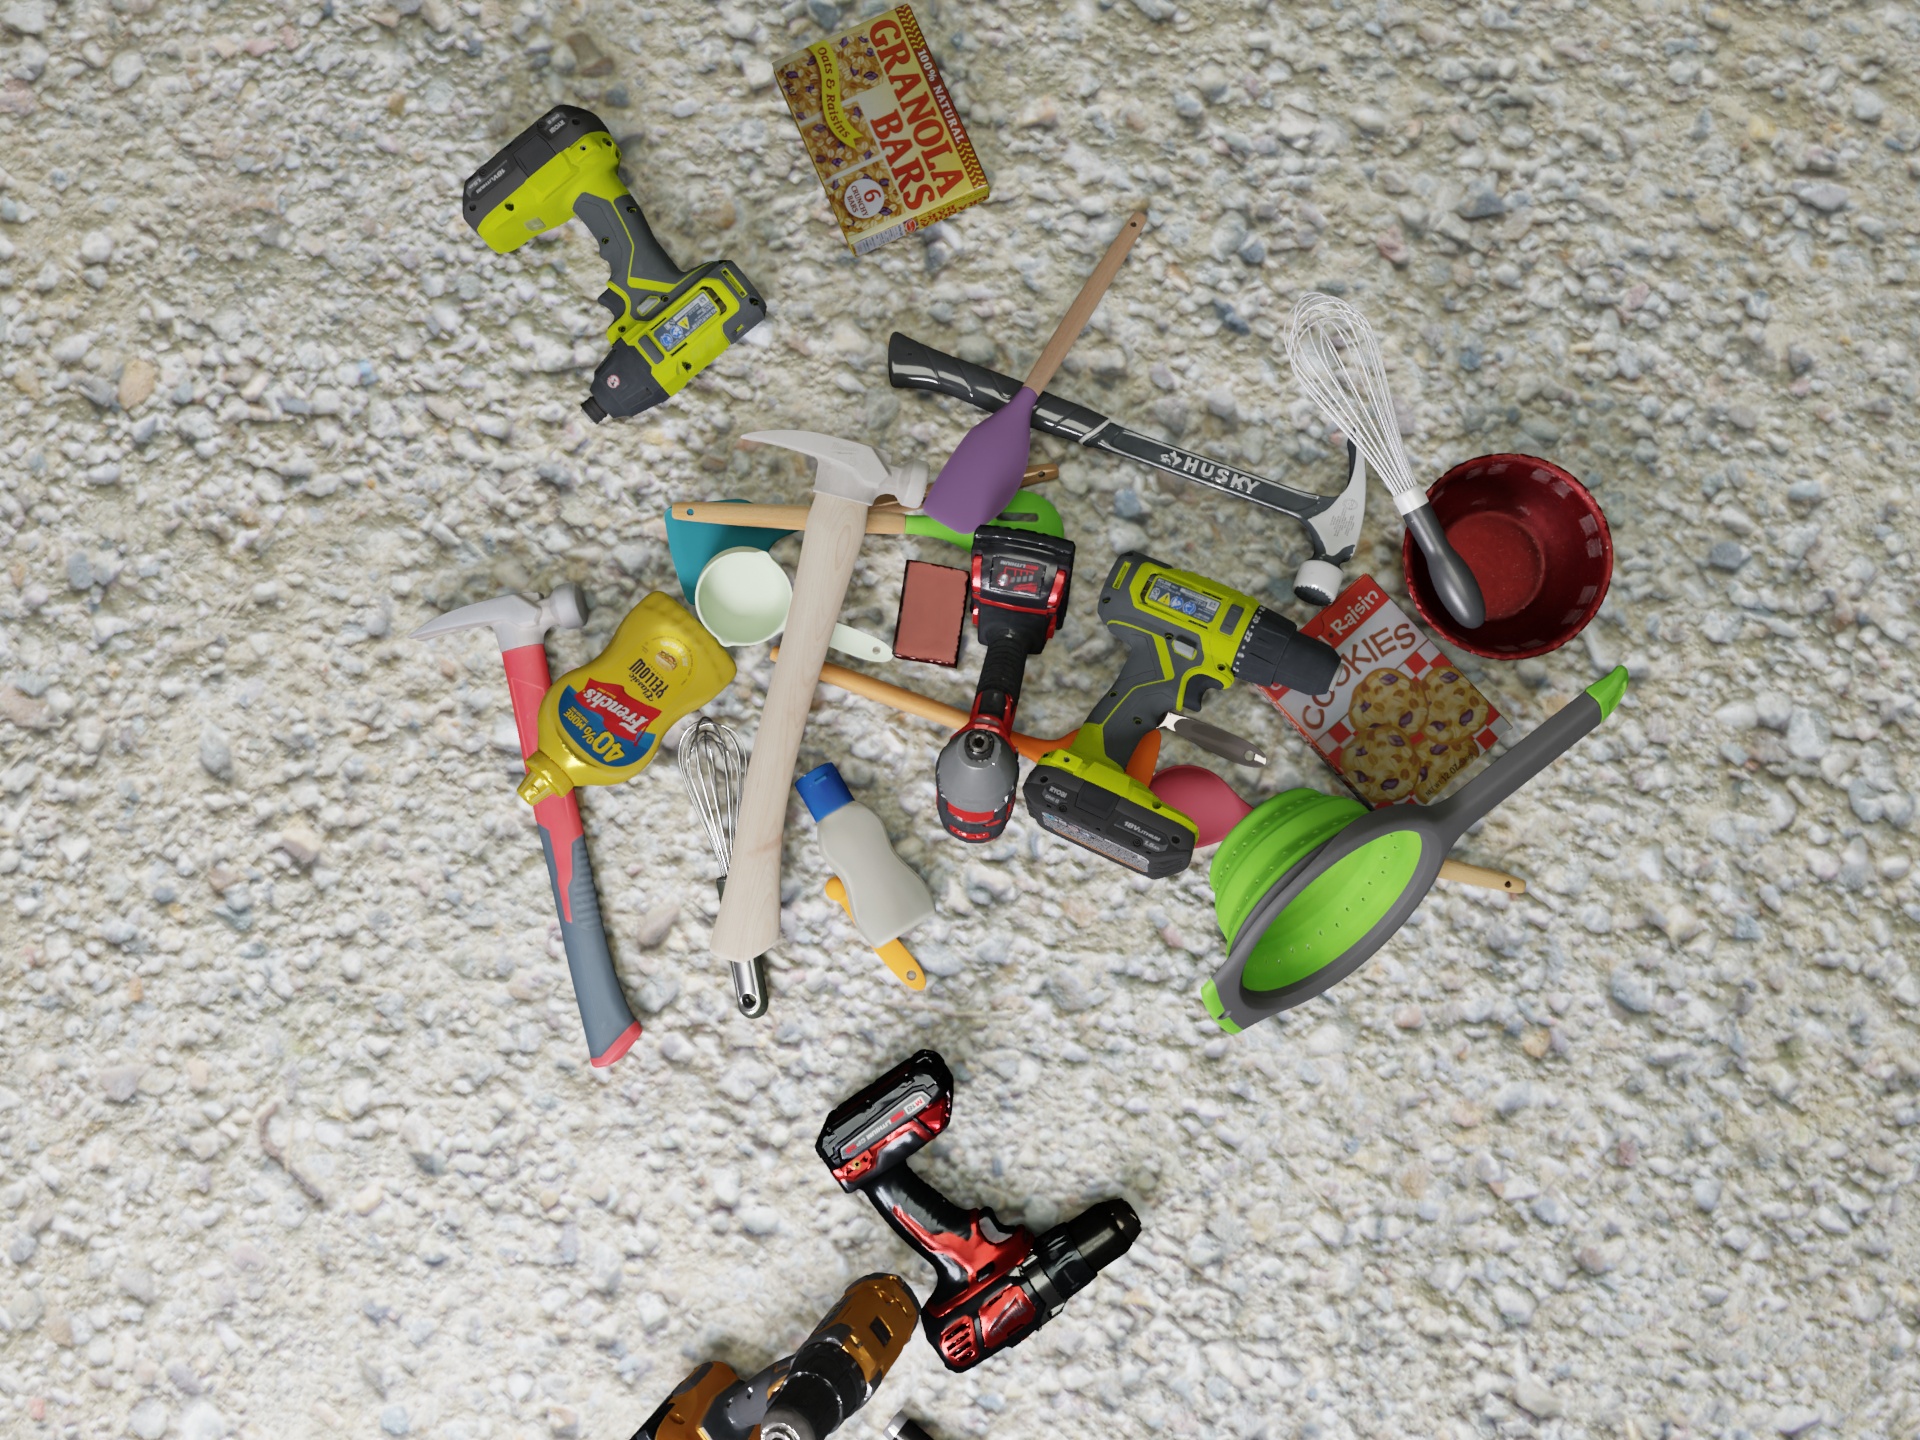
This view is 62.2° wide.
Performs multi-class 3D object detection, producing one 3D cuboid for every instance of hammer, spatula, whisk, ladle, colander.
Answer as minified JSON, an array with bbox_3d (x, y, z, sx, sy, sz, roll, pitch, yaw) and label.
[{"bbox_3d":[0.129,-0.229,1.274,0.409,0.036,0.149,22,75,6],"label":"hammer"},{"bbox_3d":[-0.075,-0.167,1.283,0.317,0.044,0.082,-12,109,0],"label":"spatula"},{"bbox_3d":[0.070,-0.280,1.263,0.060,0.018,0.316,29,76,6],"label":"spatula"},{"bbox_3d":[-0.002,-0.004,1.273,0.322,0.041,0.081,20,76,5],"label":"spatula"},{"bbox_3d":[0.326,-0.196,1.208,0.070,0.070,0.284,-28,92,1],"label":"whisk"},{"bbox_3d":[0.294,0.095,1.263,0.315,0.031,0.069,13,100,1],"label":"ladle"},{"bbox_3d":[-0.185,0.118,1.274,0.058,0.059,0.246,-9,92,13],"label":"whisk"},{"bbox_3d":[0.318,0.068,1.189,0.397,0.204,0.095,-38,55,-1],"label":"colander"},{"bbox_3d":[-0.338,0.091,1.285,0.143,0.038,0.386,-13,87,3],"label":"hammer"},{"bbox_3d":[-0.141,-0.017,1.228,0.146,0.038,0.410,13,93,-10],"label":"hammer"}]

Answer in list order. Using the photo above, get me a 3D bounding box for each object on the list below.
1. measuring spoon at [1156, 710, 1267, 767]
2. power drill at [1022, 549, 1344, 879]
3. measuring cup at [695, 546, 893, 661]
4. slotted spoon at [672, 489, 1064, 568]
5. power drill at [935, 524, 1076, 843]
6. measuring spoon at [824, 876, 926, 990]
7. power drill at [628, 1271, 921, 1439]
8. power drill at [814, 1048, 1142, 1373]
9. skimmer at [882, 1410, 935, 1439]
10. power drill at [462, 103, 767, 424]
[{"bbox_3d":[0.189,0.010,1.280,0.124,0.018,0.034,24,88,-3],"label":"measuring spoon"},{"bbox_3d":[0.166,-0.001,1.209,0.190,0.080,0.228,24,76,14],"label":"power drill"},{"bbox_3d":[-0.132,-0.085,1.274,0.167,0.038,0.083,21,104,-18],"label":"measuring cup"},{"bbox_3d":[-0.070,-0.155,1.262,0.313,0.031,0.070,3,101,-7],"label":"slotted spoon"},{"bbox_3d":[0.028,-0.029,1.196,0.078,0.143,0.220,11,67,4],"label":"power drill"},{"bbox_3d":[-0.068,0.172,1.282,0.021,0.011,0.117,-41,86,0],"label":"measuring spoon"},{"bbox_3d":[-0.146,0.507,1.160,0.226,0.185,0.084,-38,86,22],"label":"power drill"},{"bbox_3d":[0.013,0.369,1.239,0.188,0.080,0.227,-34,89,1],"label":"power drill"},{"bbox_3d":[0.093,0.662,1.244,0.363,0.090,0.127,36,92,14],"label":"skimmer"},{"bbox_3d":[-0.290,-0.364,1.288,0.171,0.080,0.223,-39,89,0],"label":"power drill"}]
